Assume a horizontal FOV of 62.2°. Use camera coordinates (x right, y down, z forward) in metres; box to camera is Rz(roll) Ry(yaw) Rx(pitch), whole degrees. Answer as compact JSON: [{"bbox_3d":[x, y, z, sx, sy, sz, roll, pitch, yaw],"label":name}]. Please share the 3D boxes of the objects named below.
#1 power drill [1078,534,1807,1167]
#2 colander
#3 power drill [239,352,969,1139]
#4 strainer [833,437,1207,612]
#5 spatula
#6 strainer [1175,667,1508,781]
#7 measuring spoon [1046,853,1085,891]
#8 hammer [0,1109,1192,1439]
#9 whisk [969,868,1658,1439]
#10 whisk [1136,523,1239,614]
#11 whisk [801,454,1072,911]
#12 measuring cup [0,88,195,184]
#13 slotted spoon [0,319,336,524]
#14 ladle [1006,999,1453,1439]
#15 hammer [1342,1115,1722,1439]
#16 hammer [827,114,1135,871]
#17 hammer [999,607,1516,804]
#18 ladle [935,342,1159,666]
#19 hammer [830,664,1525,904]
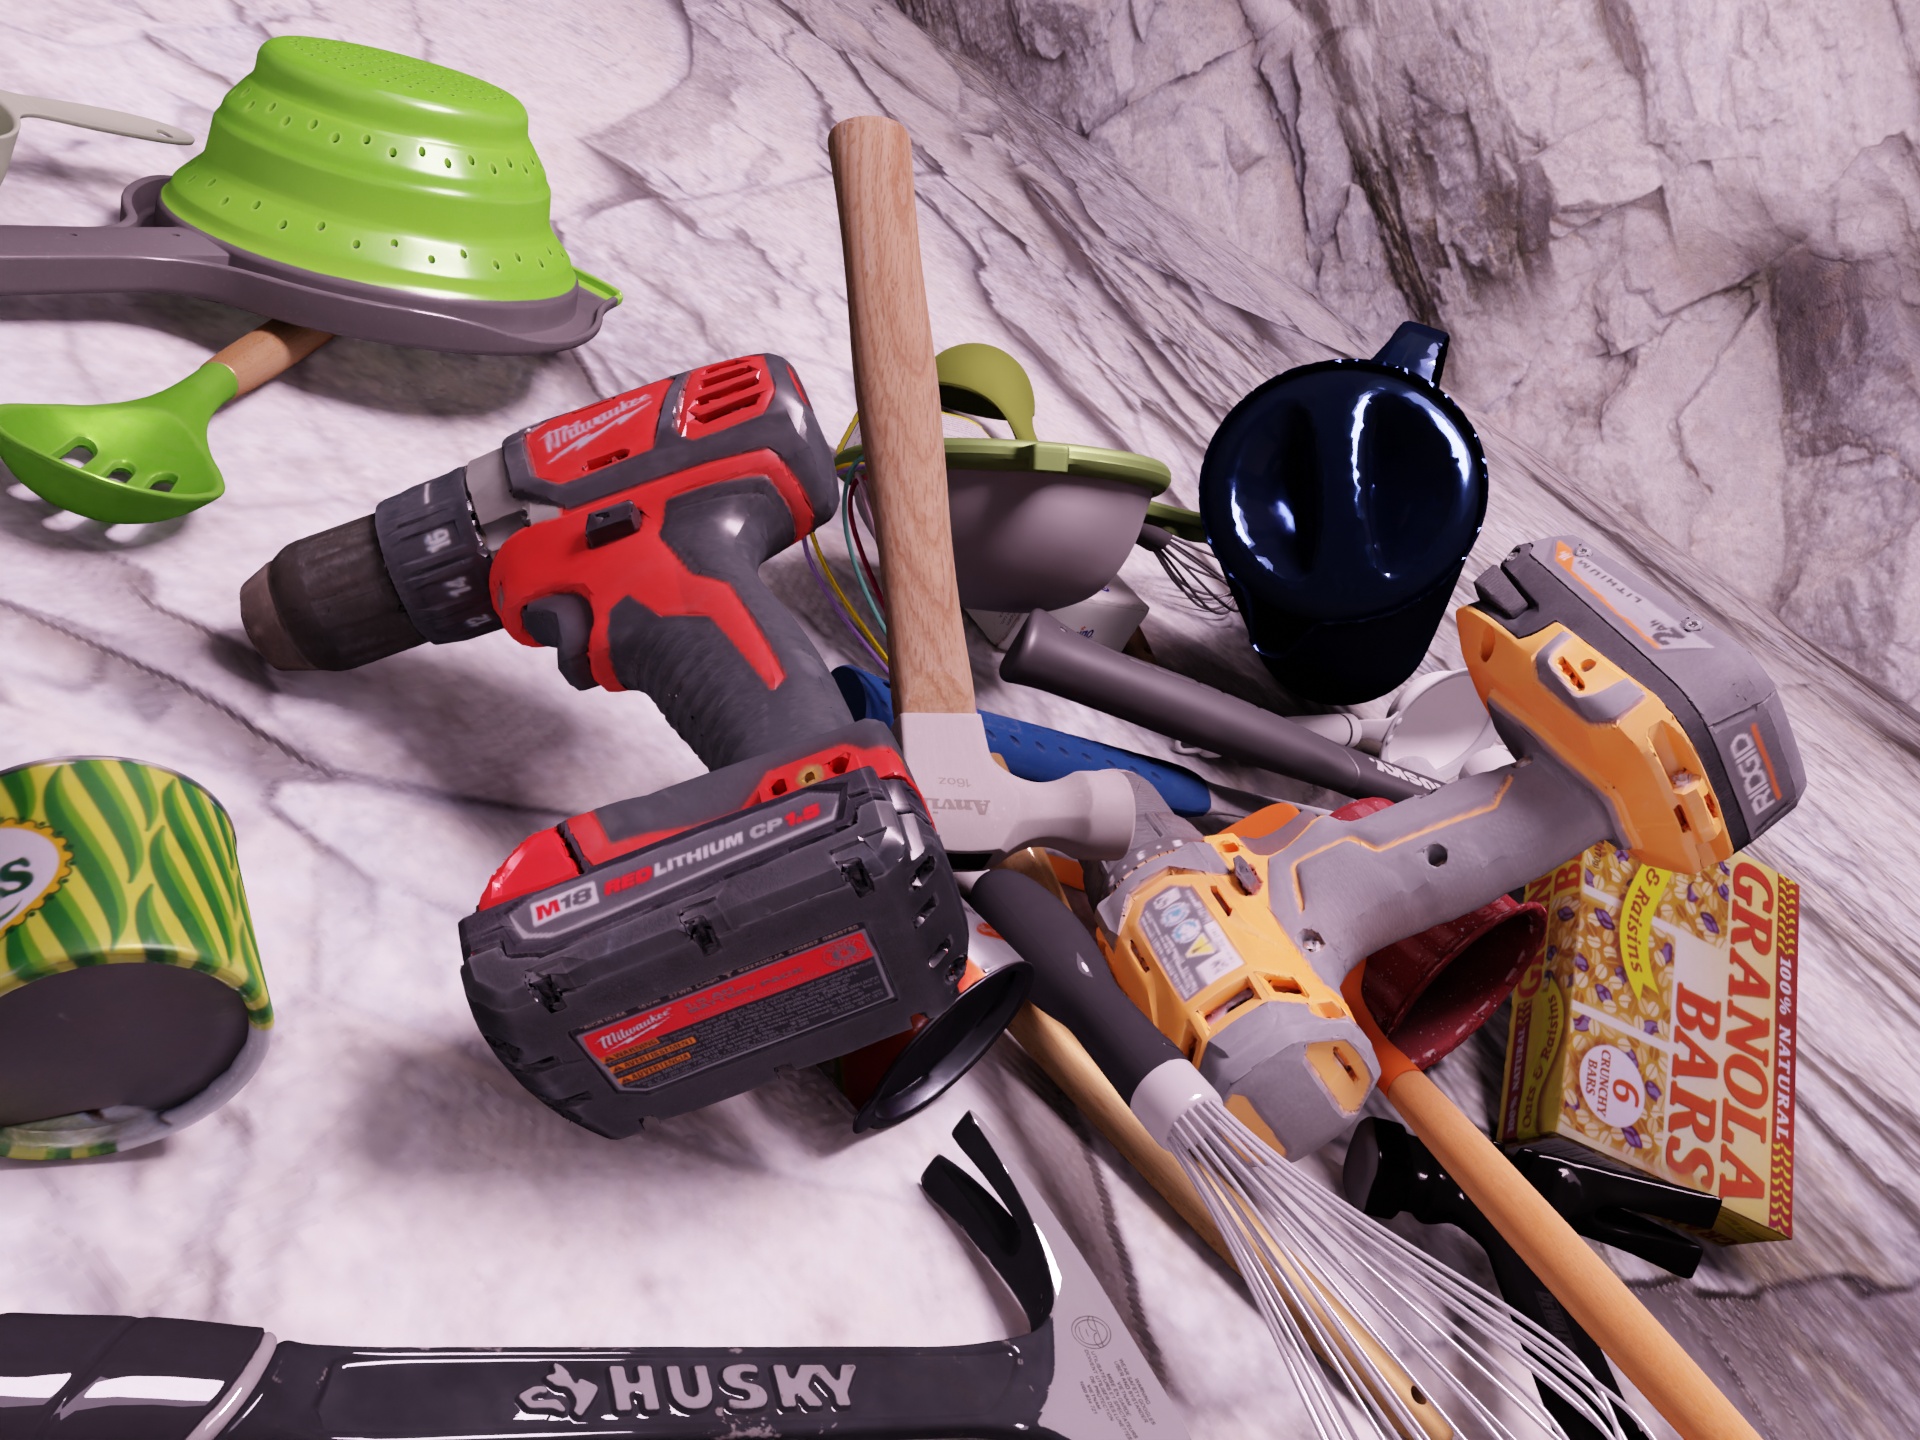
[{"bbox_3d":[0.146,0.031,0.567,0.084,0.226,0.186,52,5,-33],"label":"power drill"},{"bbox_3d":[-0.294,-0.220,0.632,0.205,0.094,0.397,28,27,22],"label":"colander"},{"bbox_3d":[-0.108,-0.003,0.452,0.188,0.080,0.227,-20,52,-3],"label":"power drill"},{"bbox_3d":[0.050,-0.082,0.753,0.151,0.069,0.256,4,1,38],"label":"strainer"},{"bbox_3d":[0.155,0.129,0.520,0.041,0.081,0.323,57,-2,-30],"label":"spatula"},{"bbox_3d":[0.214,0.003,0.870,0.258,0.086,0.050,-3,37,-34],"label":"strainer"},{"bbox_3d":[0.062,0.064,0.652,0.116,0.011,0.021,19,29,-25],"label":"measuring spoon"},{"bbox_3d":[-0.122,0.128,0.311,0.408,0.036,0.149,15,29,-31],"label":"hammer"},{"bbox_3d":[0.079,0.128,0.437,0.070,0.070,0.285,9,26,-39],"label":"whisk"},{"bbox_3d":[0.115,-0.108,0.933,0.238,0.055,0.055,18,27,-50],"label":"whisk"},{"bbox_3d":[0.001,-0.003,0.602,0.047,0.051,0.245,0,58,-45],"label":"whisk"},{"bbox_3d":[-0.393,-0.238,0.658,0.083,0.038,0.167,38,24,13],"label":"measuring cup"},{"bbox_3d":[-0.276,-0.137,0.620,0.070,0.031,0.314,24,25,-11],"label":"slotted spoon"},{"bbox_3d":[0.035,0.113,0.522,0.316,0.031,0.069,43,29,19],"label":"ladle"},{"bbox_3d":[0.185,0.216,0.411,0.127,0.034,0.337,12,19,1],"label":"hammer"},{"bbox_3d":[-0.024,-0.100,0.599,0.130,0.031,0.332,1,62,-16],"label":"hammer"},{"bbox_3d":[0.165,0.021,0.733,0.334,0.035,0.146,19,27,-24],"label":"hammer"},{"bbox_3d":[0.048,-0.127,0.957,0.078,0.062,0.321,15,37,-35],"label":"ladle"},{"bbox_3d":[0.119,0.039,0.733,0.405,0.035,0.144,13,31,-34],"label":"hammer"}]
